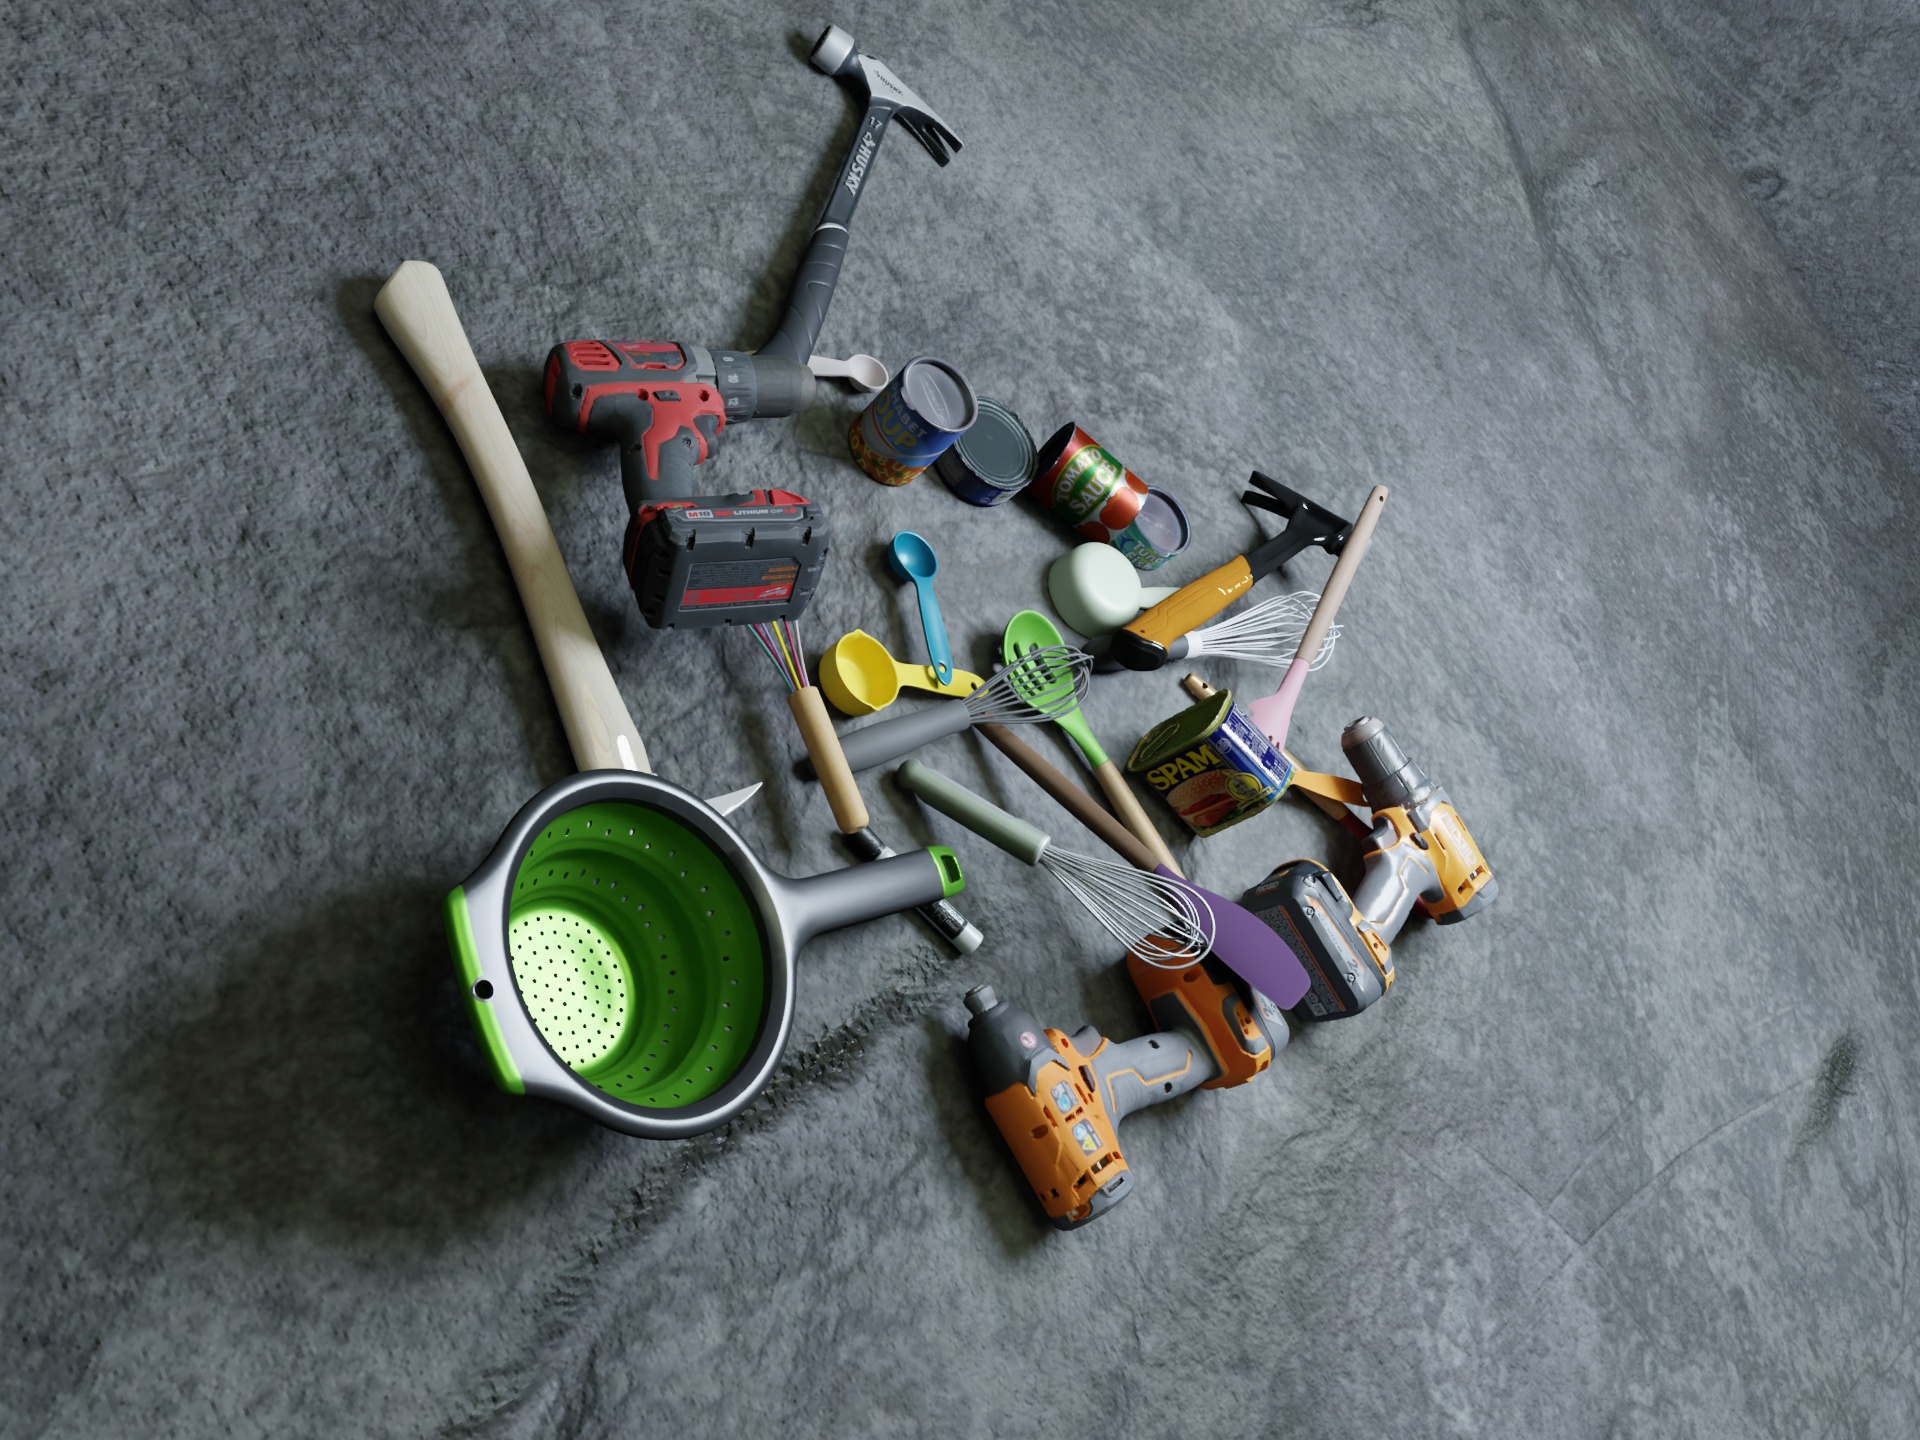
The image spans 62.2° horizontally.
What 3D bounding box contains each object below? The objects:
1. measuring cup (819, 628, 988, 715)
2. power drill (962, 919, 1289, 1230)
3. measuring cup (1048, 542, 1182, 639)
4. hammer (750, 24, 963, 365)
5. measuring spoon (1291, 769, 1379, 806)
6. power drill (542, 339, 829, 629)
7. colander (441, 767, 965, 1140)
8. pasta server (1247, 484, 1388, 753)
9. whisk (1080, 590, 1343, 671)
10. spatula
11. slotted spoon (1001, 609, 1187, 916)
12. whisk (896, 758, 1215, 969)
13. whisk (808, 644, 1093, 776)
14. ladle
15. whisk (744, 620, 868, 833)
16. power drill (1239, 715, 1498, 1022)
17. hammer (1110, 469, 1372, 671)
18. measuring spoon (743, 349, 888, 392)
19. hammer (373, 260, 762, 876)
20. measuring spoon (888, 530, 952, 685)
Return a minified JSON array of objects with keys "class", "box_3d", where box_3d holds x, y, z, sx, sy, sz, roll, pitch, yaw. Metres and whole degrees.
[{"class":"measuring cup","box_3d":[-0.040,-0.026,1.144,0.156,0.029,0.062,7,62,-47]},{"class":"power drill","box_3d":[0.107,0.218,1.086,0.226,0.084,0.164,-26,83,-39]},{"class":"measuring cup","box_3d":[0.148,-0.108,1.310,0.167,0.038,0.083,-2,68,-35]},{"class":"hammer","box_3d":[-0.096,-0.396,1.272,0.149,0.036,0.409,30,51,-23]},{"class":"measuring spoon","box_3d":[0.307,0.056,1.335,0.116,0.011,0.021,14,74,-27]},{"class":"power drill","box_3d":[-0.158,-0.169,1.043,0.187,0.080,0.227,-7,51,-28]},{"class":"colander","box_3d":[-0.146,0.130,0.942,0.397,0.094,0.204,-8,75,-52]},{"class":"pasta server","box_3d":[0.289,-0.070,1.329,0.060,0.040,0.316,38,68,-26]},{"class":"whisk","box_3d":[0.213,-0.065,1.329,0.284,0.070,0.070,-8,72,-33]},{"class":"spatula","box_3d":[0.120,0.088,1.130,0.316,0.018,0.060,40,41,15]},{"class":"slotted spoon","box_3d":[0.119,0.056,1.214,0.070,0.031,0.314,-32,90,-42]},{"class":"whisk","box_3d":[0.062,0.093,1.087,0.246,0.057,0.059,30,79,11]},{"class":"whisk","box_3d":[-0.003,-0.004,1.122,0.239,0.055,0.055,-20,80,-27]},{"class":"ladle","box_3d":[0.306,0.064,1.350,0.315,0.031,0.069,40,54,-11]},{"class":"whisk","box_3d":[-0.115,-0.038,1.061,0.051,0.047,0.245,-13,71,-32]},{"class":"power drill","box_3d":[0.323,0.114,1.281,0.226,0.084,0.185,-32,90,-35]},{"class":"hammer","box_3d":[0.219,-0.121,1.328,0.127,0.034,0.337,35,41,20]},{"class":"measuring spoon","box_3d":[-0.113,-0.267,1.216,0.124,0.018,0.034,0,59,-30]},{"class":"hammer","box_3d":[-0.263,-0.108,1.005,0.146,0.038,0.411,-16,77,-42]},{"class":"measuring spoon","box_3d":[-0.030,-0.080,1.171,0.042,0.021,0.129,8,60,-42]}]
